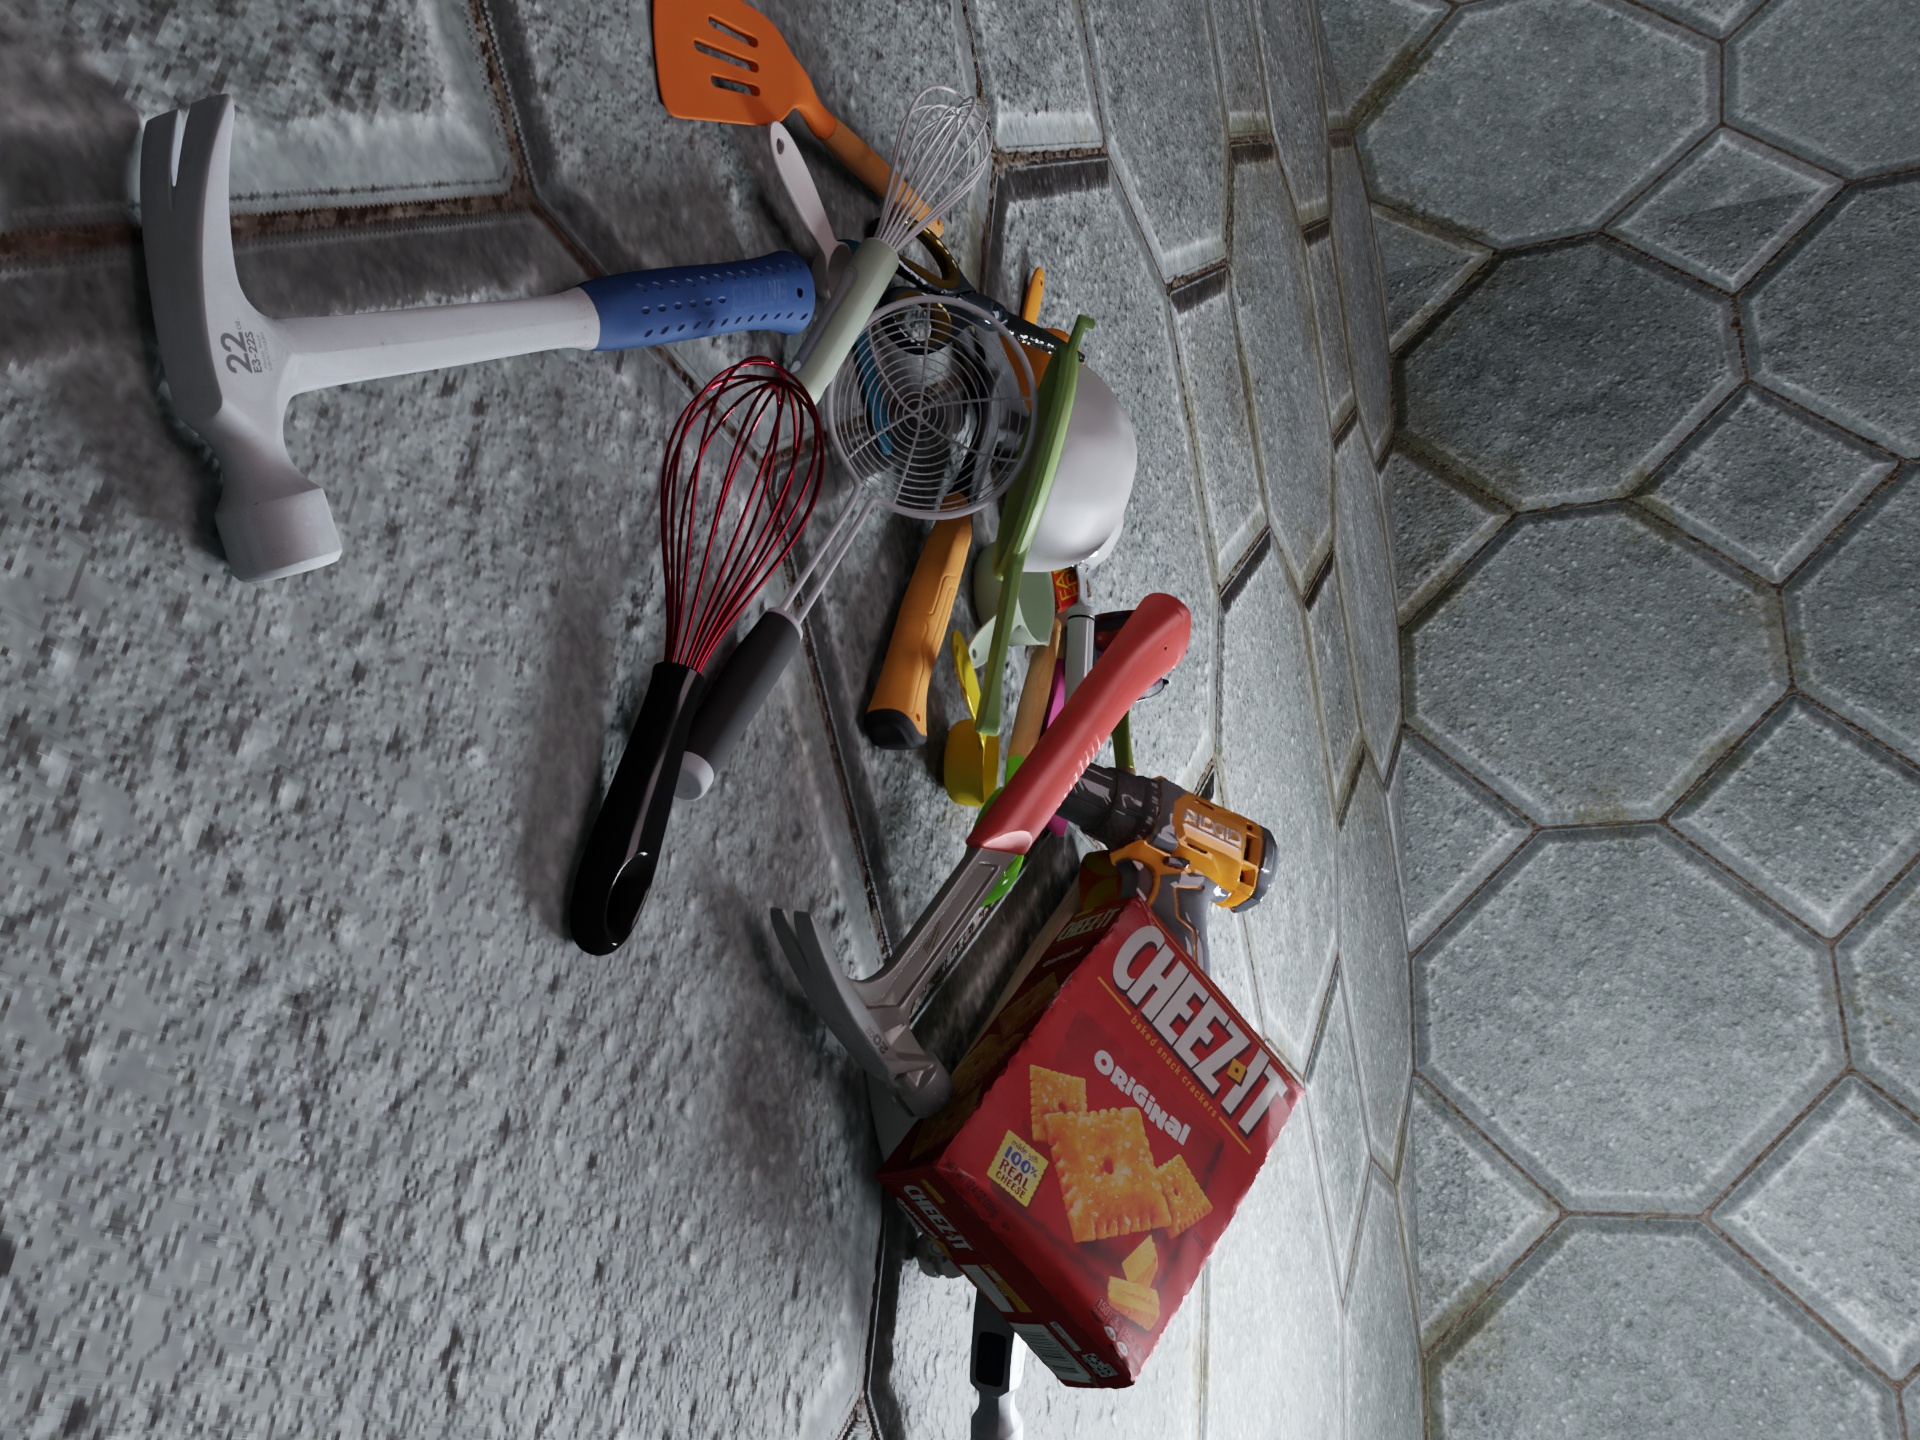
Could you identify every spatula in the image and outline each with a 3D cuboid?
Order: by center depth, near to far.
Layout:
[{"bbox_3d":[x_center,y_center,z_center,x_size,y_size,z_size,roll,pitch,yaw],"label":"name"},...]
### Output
[{"bbox_3d":[-0.077,-0.331,0.914,0.322,0.041,0.081,4,82,-71],"label":"spatula"}]

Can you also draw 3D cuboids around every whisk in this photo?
[{"bbox_3d":[-0.120,-0.038,0.703,0.073,0.073,0.296,49,47,-54],"label":"whisk"},{"bbox_3d":[-0.043,-0.269,0.897,0.059,0.058,0.246,41,60,-29],"label":"whisk"}]

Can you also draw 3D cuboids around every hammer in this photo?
[{"bbox_3d":[-0.162,-0.171,0.653,0.405,0.035,0.144,-41,122,-63],"label":"hammer"},{"bbox_3d":[0.034,0.039,0.896,0.359,0.037,0.149,-52,127,-34],"label":"hammer"},{"bbox_3d":[-0.009,-0.119,1.006,0.127,0.034,0.337,64,30,-41],"label":"hammer"},{"bbox_3d":[0.065,0.300,1.014,0.331,0.033,0.128,-47,140,-64],"label":"hammer"},{"bbox_3d":[0.040,0.177,1.051,0.411,0.038,0.146,-46,125,-62],"label":"hammer"}]

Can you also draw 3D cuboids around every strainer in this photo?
[{"bbox_3d":[0.062,-0.104,0.966,0.151,0.069,0.256,118,-16,-68],"label":"strainer"},{"bbox_3d":[0.089,-0.082,1.135,0.086,0.050,0.259,30,60,-56],"label":"strainer"}]

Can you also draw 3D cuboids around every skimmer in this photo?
[{"bbox_3d":[-0.054,-0.098,0.823,0.127,0.090,0.363,42,41,-15],"label":"skimmer"}]

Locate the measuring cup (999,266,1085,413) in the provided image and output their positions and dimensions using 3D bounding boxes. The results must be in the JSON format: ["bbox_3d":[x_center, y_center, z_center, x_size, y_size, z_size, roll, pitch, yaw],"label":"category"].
[{"bbox_3d":[0.070,-0.284,1.205,0.095,0.052,0.174,54,39,-50],"label":"measuring cup"}]

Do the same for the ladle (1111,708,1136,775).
[{"bbox_3d":[0.138,0.066,1.226,0.062,0.078,0.320,18,59,-39],"label":"ladle"}]

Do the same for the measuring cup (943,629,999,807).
[{"bbox_3d":[-0.002,-0.003,0.966,0.156,0.029,0.062,74,22,-51],"label":"measuring cup"}]

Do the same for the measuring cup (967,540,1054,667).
[{"bbox_3d":[0.020,-0.070,1.061,0.168,0.038,0.083,-50,130,-57],"label":"measuring cup"}]

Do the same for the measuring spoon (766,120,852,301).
[{"bbox_3d":[-0.086,-0.275,0.863,0.124,0.018,0.034,62,43,-57],"label":"measuring spoon"}]

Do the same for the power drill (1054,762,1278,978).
[{"bbox_3d":[0.112,0.137,1.036,0.185,0.084,0.226,26,59,-20],"label":"power drill"}]

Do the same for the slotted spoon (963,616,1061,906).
[{"bbox_3d":[0.041,0.012,1.038,0.314,0.031,0.070,-73,163,-56],"label":"slotted spoon"}]

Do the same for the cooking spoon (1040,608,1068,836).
[{"bbox_3d":[0.072,-0.070,1.207,0.068,0.017,0.319,33,55,-60],"label":"cooking spoon"}]

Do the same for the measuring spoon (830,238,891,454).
[{"bbox_3d":[-0.050,-0.223,0.947,0.042,0.021,0.128,-38,118,-63],"label":"measuring spoon"}]
